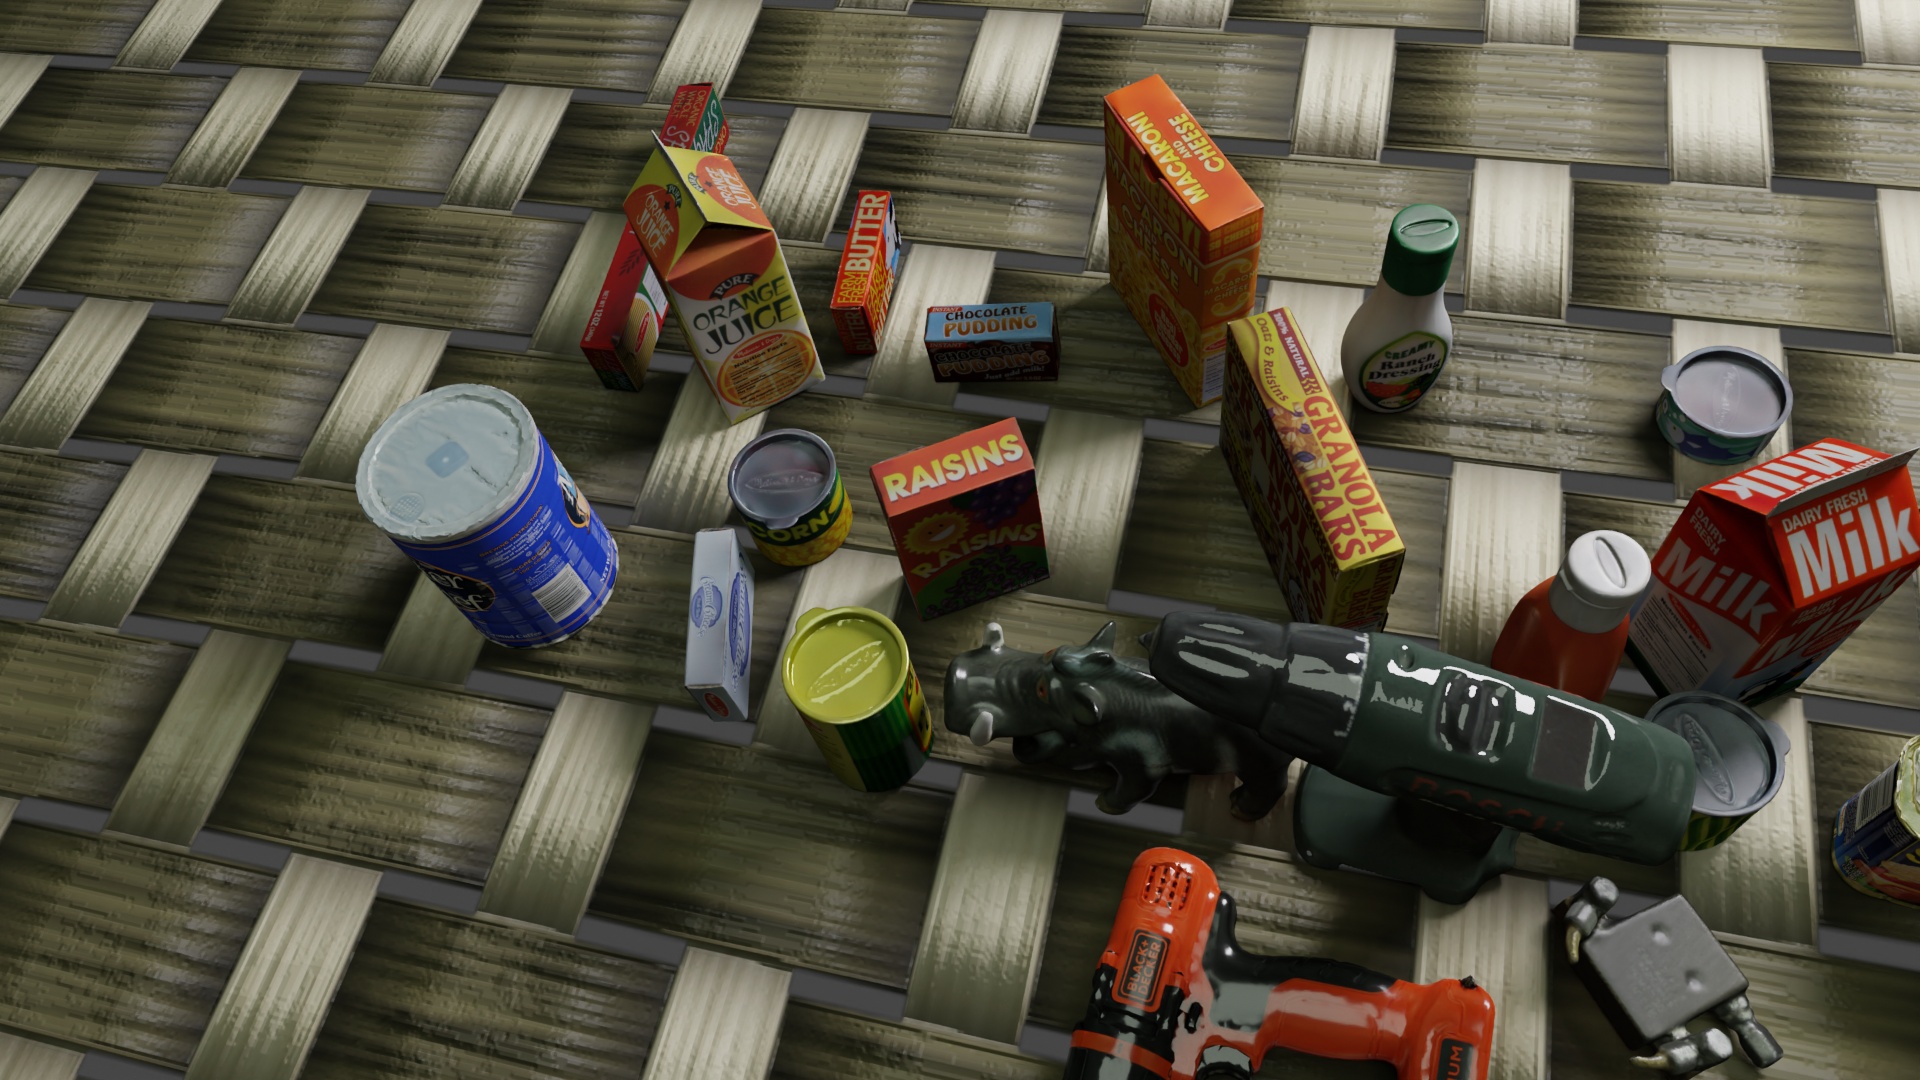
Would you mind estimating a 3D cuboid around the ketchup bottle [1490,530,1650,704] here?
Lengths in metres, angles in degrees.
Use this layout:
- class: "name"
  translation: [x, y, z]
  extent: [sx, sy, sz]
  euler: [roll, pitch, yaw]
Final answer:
- class: "ketchup bottle"
  translation: [0.306, 0.047, 0.700]
  extent: [0.043, 0.148, 0.065]
  euler: [-13, 59, 1]

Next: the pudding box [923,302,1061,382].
- class: "pudding box"
  translation: [0.022, -0.128, 0.900]
  extent: [0.084, 0.049, 0.030]
  euler: [0, 60, 8]

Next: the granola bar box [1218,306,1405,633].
- class: "granola bar box"
  translation: [0.191, -0.028, 0.775]
  extent: [0.039, 0.123, 0.166]
  euler: [-16, 59, -1]

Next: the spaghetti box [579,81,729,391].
- class: "spaghetti box"
  translation: [-0.213, -0.221, 0.987]
  extent: [0.029, 0.050, 0.251]
  euler: [5, 61, 11]

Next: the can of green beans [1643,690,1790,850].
- class: "can of green beans"
  translation: [0.370, 0.117, 0.703]
  extent: [0.071, 0.057, 0.071]
  euler: [-4, 60, 6]

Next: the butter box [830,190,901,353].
- class: "butter box"
  translation: [-0.063, -0.182, 0.942]
  extent: [0.024, 0.053, 0.104]
  euler: [4, 61, 10]

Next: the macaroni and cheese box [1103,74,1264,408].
- class: "macaroni and cheese box"
  translation: [0.132, -0.177, 0.845]
  extent: [0.040, 0.165, 0.124]
  euler: [-25, 60, -6]

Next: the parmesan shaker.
- class: "parmesan shaker"
  translation: [-0.054, 0.086, 0.755]
  extent: [0.071, 0.102, 0.071]
  euler: [-4, 60, 6]

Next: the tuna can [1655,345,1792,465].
- class: "tuna can"
  translation: [0.448, -0.080, 0.822]
  extent: [0.071, 0.032, 0.071]
  euler: [-3, 60, 6]

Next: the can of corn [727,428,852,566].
- class: "can of corn"
  translation: [-0.103, -0.023, 0.852]
  extent: [0.071, 0.058, 0.071]
  euler: [-4, 60, 6]

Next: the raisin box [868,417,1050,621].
- class: "raisin box"
  translation: [0.003, -0.010, 0.791]
  extent: [0.086, 0.123, 0.040]
  euler: [-19, 59, -3]

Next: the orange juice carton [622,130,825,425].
- class: "orange juice carton"
  translation: [-0.148, -0.164, 0.862]
  extent: [0.073, 0.191, 0.072]
  euler: [-27, 60, -8]

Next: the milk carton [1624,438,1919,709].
- class: "milk carton"
  translation: [0.395, 0.017, 0.681]
  extent: [0.072, 0.189, 0.074]
  euler: [-22, 60, -4]

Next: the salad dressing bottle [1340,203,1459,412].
- class: "salad dressing bottle"
  translation: [0.260, -0.133, 0.813]
  extent: [0.064, 0.147, 0.044]
  euler: [-10, 59, 2]

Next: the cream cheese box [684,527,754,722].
- class: "cream cheese box"
  translation: [-0.141, 0.050, 0.817]
  extent: [0.024, 0.053, 0.104]
  euler: [-5, 59, 5]
